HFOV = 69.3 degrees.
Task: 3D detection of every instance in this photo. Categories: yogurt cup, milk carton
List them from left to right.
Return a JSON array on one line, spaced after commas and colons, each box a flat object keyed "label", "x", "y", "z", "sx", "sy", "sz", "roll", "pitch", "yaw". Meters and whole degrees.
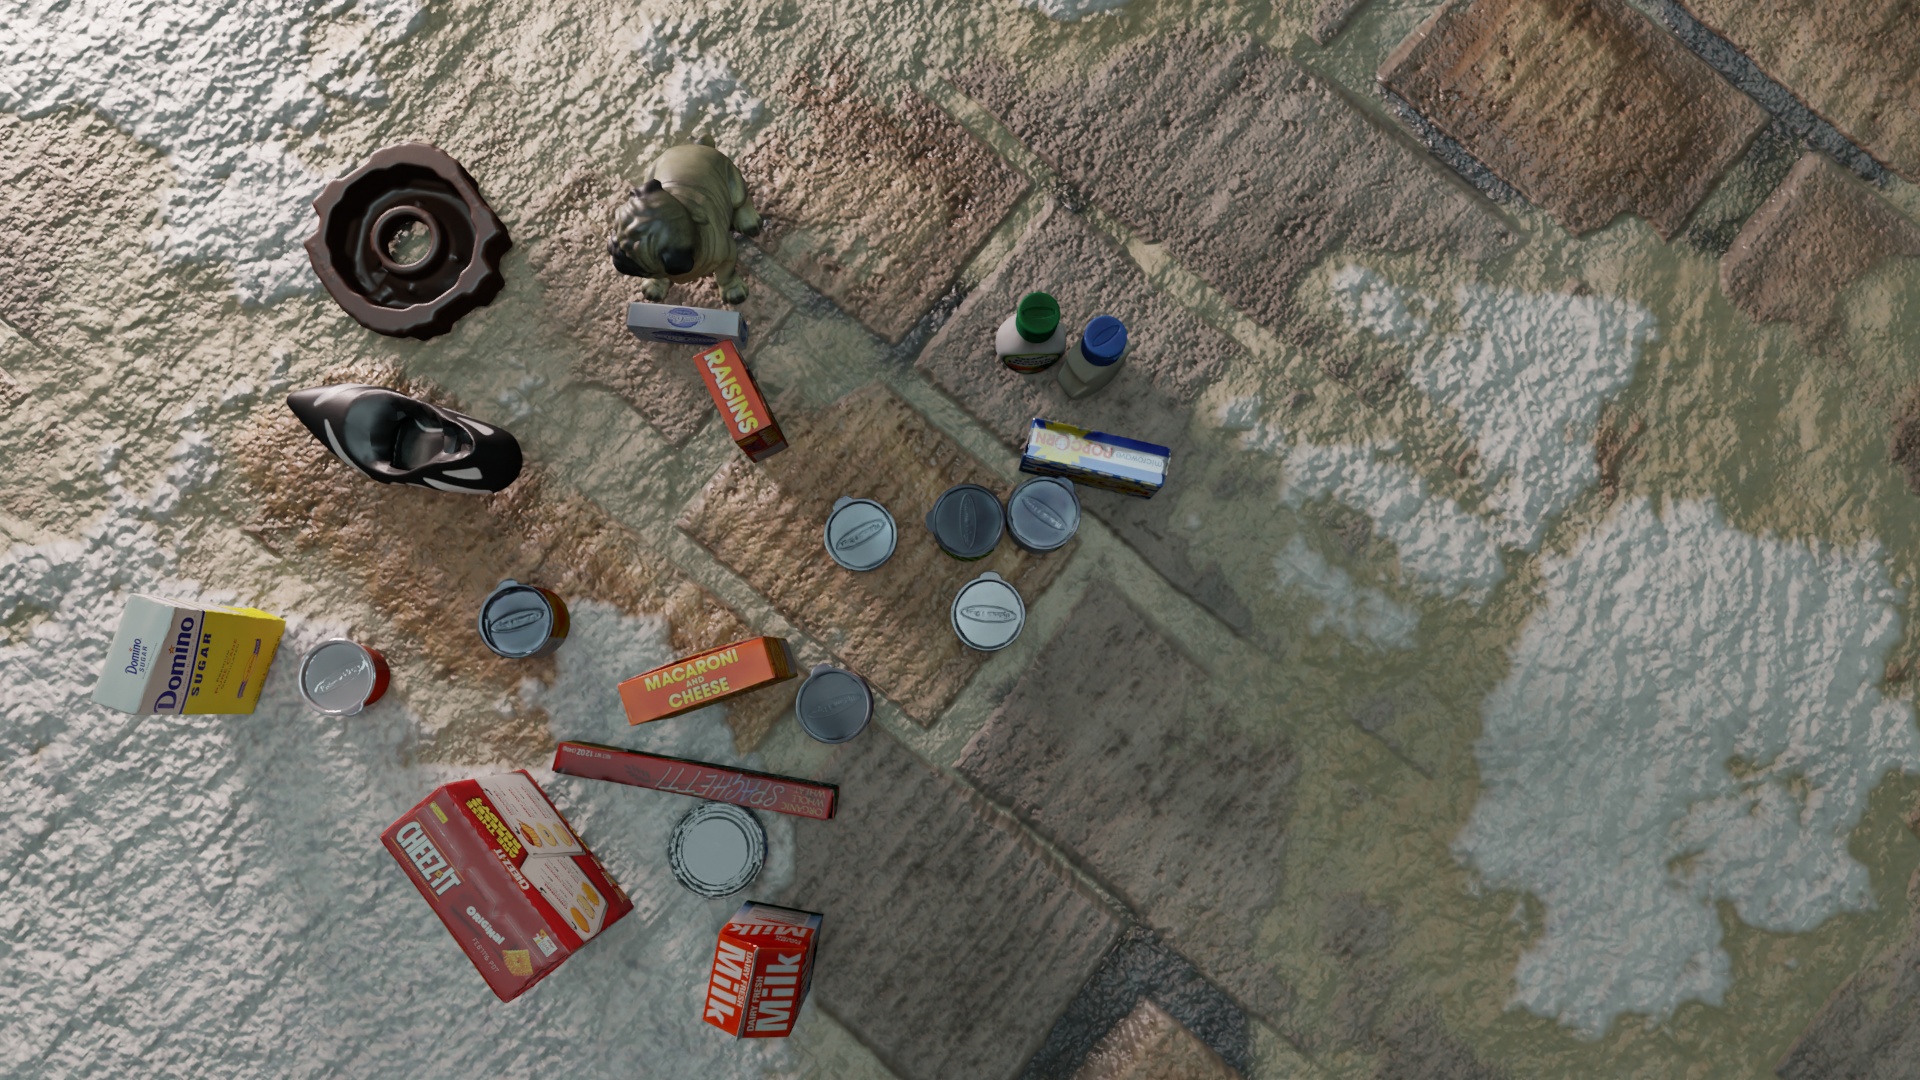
[{"label": "yogurt cup", "x": -0.546, "y": 0.122, "z": 1.238, "sx": 0.072, "sy": 0.054, "sz": 0.072, "roll": 0, "pitch": 84, "yaw": 0}, {"label": "milk carton", "x": -0.163, "y": 0.354, "z": 1.148, "sx": 0.073, "sy": 0.190, "sz": 0.072, "roll": 10, "pitch": 85, "yaw": 1}]

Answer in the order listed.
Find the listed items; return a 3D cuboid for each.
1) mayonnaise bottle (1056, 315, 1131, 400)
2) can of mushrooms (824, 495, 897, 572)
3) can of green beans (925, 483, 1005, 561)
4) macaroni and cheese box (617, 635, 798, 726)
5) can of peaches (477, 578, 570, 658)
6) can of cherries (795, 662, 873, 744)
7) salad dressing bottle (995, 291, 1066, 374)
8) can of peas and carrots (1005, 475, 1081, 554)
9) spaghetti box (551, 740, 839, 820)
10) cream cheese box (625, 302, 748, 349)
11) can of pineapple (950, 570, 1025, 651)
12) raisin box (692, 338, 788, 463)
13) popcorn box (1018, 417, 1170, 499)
[{"label": "mayonnaise bottle", "x": 0.121, "y": -0.164, "z": 1.228, "sx": 0.065, "sy": 0.148, "sz": 0.041, "roll": -37, "pitch": 86, "yaw": -4}, {"label": "can of mushrooms", "x": -0.091, "y": -0.006, "z": 1.266, "sx": 0.071, "sy": 0.033, "sz": 0.071, "roll": 0, "pitch": 84, "yaw": -1}, {"label": "can of green beans", "x": 0.007, "y": -0.015, "z": 1.256, "sx": 0.071, "sy": 0.058, "sz": 0.071, "roll": 0, "pitch": 84, "yaw": 0}, {"label": "macaroni and cheese box", "x": -0.211, "y": 0.118, "z": 1.185, "sx": 0.124, "sy": 0.166, "sz": 0.040, "roll": -19, "pitch": 85, "yaw": -2}, {"label": "can of peaches", "x": -0.390, "y": 0.070, "z": 1.243, "sx": 0.071, "sy": 0.058, "sz": 0.071, "roll": 0, "pitch": 84, "yaw": 0}, {"label": "can of cherries", "x": -0.111, "y": 0.144, "z": 1.238, "sx": 0.071, "sy": 0.058, "sz": 0.071, "roll": 0, "pitch": 84, "yaw": 0}, {"label": "salad dressing bottle", "x": 0.064, "y": -0.184, "z": 1.230, "sx": 0.064, "sy": 0.147, "sz": 0.044, "roll": -1, "pitch": 85, "yaw": -1}, {"label": "can of peas and carrots", "x": 0.075, "y": -0.024, "z": 1.257, "sx": 0.071, "sy": 0.058, "sz": 0.071, "roll": 0, "pitch": 84, "yaw": 0}, {"label": "spaghetti box", "x": -0.231, "y": 0.212, "z": 1.233, "sx": 0.250, "sy": 0.050, "sz": 0.028, "roll": 10, "pitch": 84, "yaw": 0}, {"label": "cream cheese box", "x": -0.249, "y": -0.197, "z": 1.275, "sx": 0.104, "sy": 0.053, "sz": 0.024, "roll": 5, "pitch": 84, "yaw": 0}, {"label": "can of pineapple", "x": 0.025, "y": 0.066, "z": 1.248, "sx": 0.071, "sy": 0.058, "sz": 0.071, "roll": 0, "pitch": 84, "yaw": 0}, {"label": "raisin box", "x": -0.193, "y": -0.121, "z": 1.233, "sx": 0.040, "sy": 0.123, "sz": 0.086, "roll": -26, "pitch": 85, "yaw": -3}, {"label": "popcorn box", "x": 0.119, "y": -0.072, "z": 1.250, "sx": 0.127, "sy": 0.085, "sz": 0.038, "roll": 13, "pitch": 85, "yaw": 1}]
